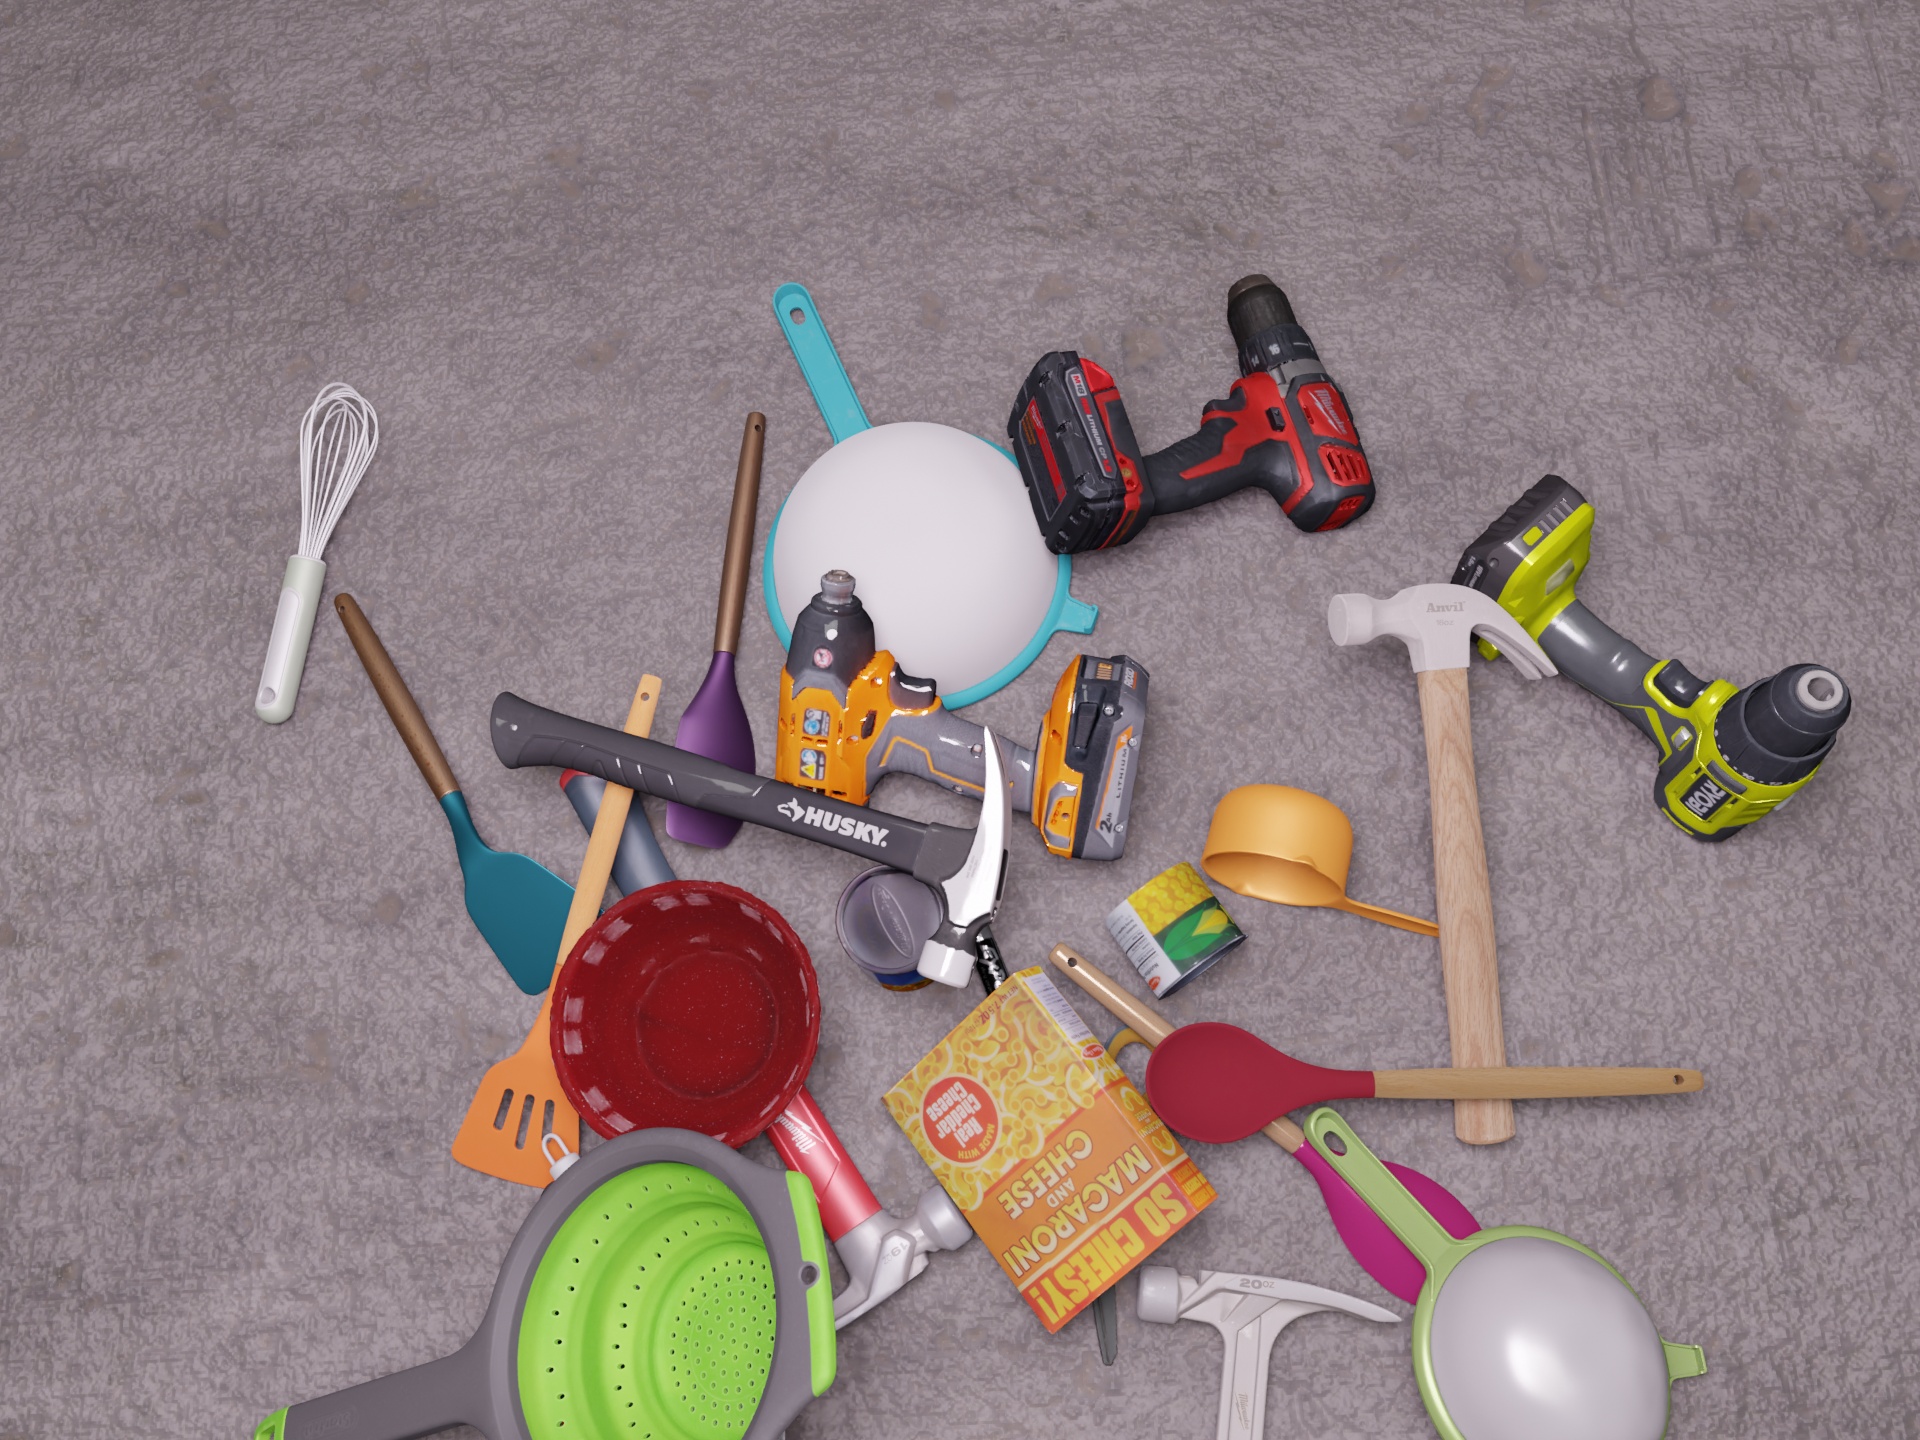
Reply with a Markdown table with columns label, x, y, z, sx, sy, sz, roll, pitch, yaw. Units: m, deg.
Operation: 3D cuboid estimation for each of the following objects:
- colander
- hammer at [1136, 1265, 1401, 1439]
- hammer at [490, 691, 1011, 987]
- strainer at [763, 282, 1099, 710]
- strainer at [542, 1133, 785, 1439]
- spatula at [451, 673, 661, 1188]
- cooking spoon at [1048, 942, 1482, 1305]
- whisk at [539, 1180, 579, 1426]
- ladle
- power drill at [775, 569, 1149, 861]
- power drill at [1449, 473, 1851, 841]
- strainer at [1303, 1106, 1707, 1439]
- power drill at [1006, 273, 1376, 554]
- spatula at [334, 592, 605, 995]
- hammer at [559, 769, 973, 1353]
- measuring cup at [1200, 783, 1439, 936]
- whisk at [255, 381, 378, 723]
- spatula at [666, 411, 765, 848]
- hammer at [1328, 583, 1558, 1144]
| label | x | y | z | sx | sy | sz | roll | pitch | yaw |
| --- | --- | --- | --- | --- | --- | --- | --- | --- | --- |
| colander | -0.217 | 0.358 | 0.873 | 0.397 | 0.094 | 0.205 | -24 | 58 | 20 |
| hammer | 0.154 | 0.494 | 0.874 | 0.149 | 0.036 | 0.359 | 7 | 73 | 6 |
| hammer | -0.129 | 0.039 | 0.944 | 0.335 | 0.035 | 0.146 | 16 | 83 | 14 |
| strainer | -0.059 | -0.172 | 1.064 | 0.211 | 0.095 | 0.341 | -24 | 74 | -3 |
| strainer | -0.171 | 0.348 | 0.930 | 0.087 | 0.050 | 0.258 | -44 | 75 | 22 |
| spatula | -0.235 | 0.128 | 0.984 | 0.081 | 0.041 | 0.323 | 15 | 82 | -1 |
| cooking spoon | 0.181 | 0.237 | 0.949 | 0.319 | 0.017 | 0.069 | 38 | 77 | 8 |
| whisk | -0.219 | 0.415 | 0.915 | 0.073 | 0.073 | 0.296 | -12 | 67 | 0 |
| ladle | 0.265 | 0.208 | 0.918 | 0.315 | 0.031 | 0.069 | -1 | 76 | 5 |
| power drill | -0.002 | -0.003 | 0.981 | 0.226 | 0.084 | 0.164 | 9 | 116 | 6 |
| power drill | 0.406 | -0.038 | 0.945 | 0.080 | 0.190 | 0.229 | -42 | 70 | -9 |
| strainer | 0.295 | 0.311 | 0.883 | 0.151 | 0.069 | 0.256 | -36 | 74 | -25 |
| power drill | 0.150 | -0.205 | 1.049 | 0.226 | 0.080 | 0.188 | -10 | 71 | -19 |
| spatula | -0.341 | 0.034 | 1.052 | 0.082 | 0.044 | 0.318 | -44 | 66 | 17 |
| hammer | -0.157 | 0.193 | 0.988 | 0.143 | 0.038 | 0.386 | -34 | 74 | -5 |
| measuring cup | 0.235 | 0.088 | 0.981 | 0.173 | 0.095 | 0.052 | 19 | 69 | -10 |
| whisk | -0.450 | -0.118 | 1.101 | 0.058 | 0.059 | 0.246 | 4 | 77 | 18 |
| spatula | -0.154 | -0.067 | 1.074 | 0.059 | 0.018 | 0.316 | 16 | 67 | -30 |
| hammer | 0.300 | 0.083 | 0.948 | 0.130 | 0.031 | 0.331 | -5 | 89 | -10 |
